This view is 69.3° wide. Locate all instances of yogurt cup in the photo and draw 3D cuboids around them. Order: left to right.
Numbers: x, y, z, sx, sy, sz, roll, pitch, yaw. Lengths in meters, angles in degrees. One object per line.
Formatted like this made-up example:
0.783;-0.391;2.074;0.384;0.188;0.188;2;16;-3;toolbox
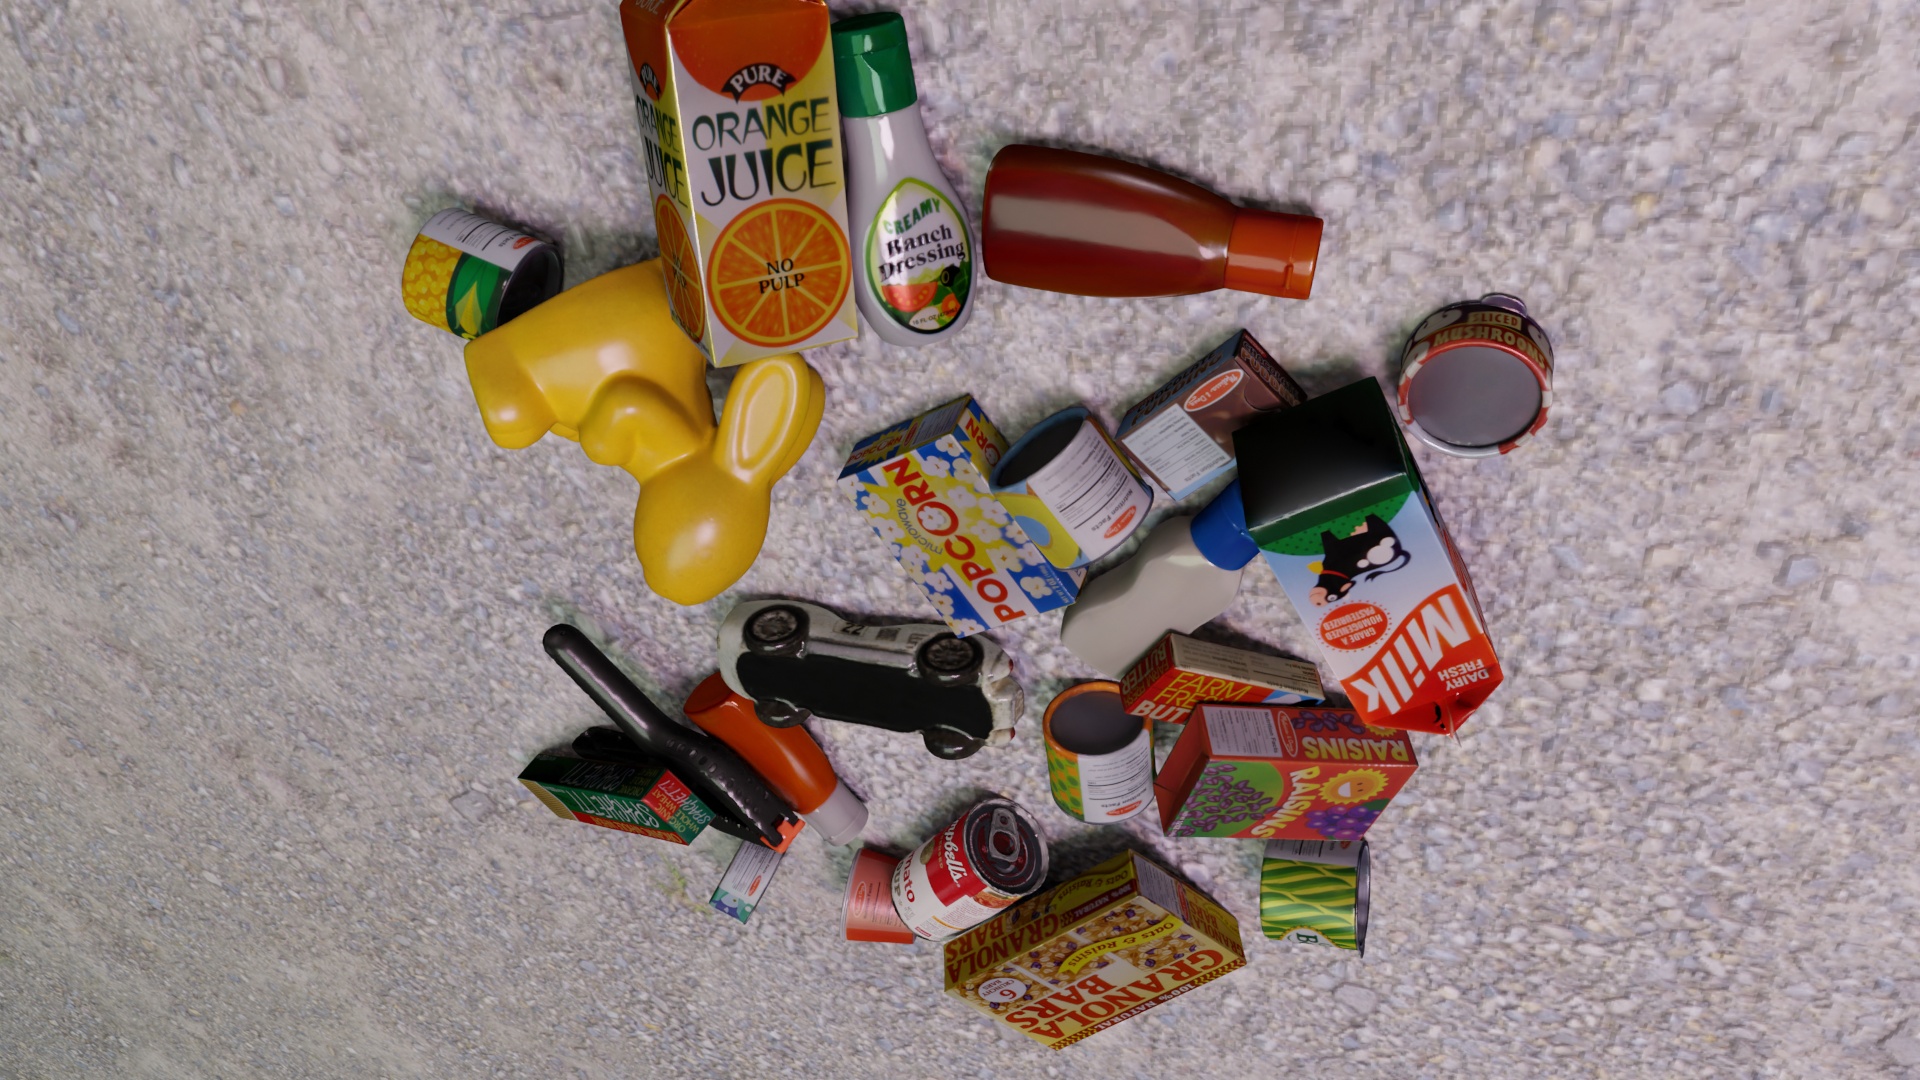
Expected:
-0.055;0.262;1.015;0.054;0.073;0.072;9;132;5;yogurt cup

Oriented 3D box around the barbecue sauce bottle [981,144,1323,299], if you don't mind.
0.085;-0.137;0.625;0.148;0.044;0.064;12;132;13;barbecue sauce bottle

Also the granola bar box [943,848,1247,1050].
0.089;0.280;0.940;0.165;0.039;0.124;-34;126;25;granola bar box

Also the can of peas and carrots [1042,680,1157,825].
0.083;0.126;0.838;0.071;0.071;0.058;5;130;19;can of peas and carrots

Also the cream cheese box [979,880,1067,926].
0.062;0.272;0.999;0.103;0.024;0.053;-13;122;31;cream cheese box

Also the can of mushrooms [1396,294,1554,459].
0.232;-0.073;0.624;0.071;0.034;0.070;13;132;14;can of mushrooms

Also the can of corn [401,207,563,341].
-0.260;-0.138;0.755;0.058;0.071;0.070;23;134;5;can of corn

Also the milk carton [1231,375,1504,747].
0.204;0.021;0.670;0.073;0.073;0.190;-22;128;21;milk carton

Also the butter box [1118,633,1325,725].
0.145;0.083;0.774;0.103;0.024;0.052;13;139;-24;butter box

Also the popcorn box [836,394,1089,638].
0.003;-0.010;0.773;0.085;0.038;0.126;-20;119;35;popcorn box

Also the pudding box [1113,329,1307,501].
0.123;-0.060;0.684;0.049;0.030;0.083;43;132;-14;pudding box

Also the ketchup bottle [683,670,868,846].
-0.123;0.152;0.962;0.064;0.044;0.148;-17;121;44;ketchup bottle

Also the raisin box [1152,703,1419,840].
0.182;0.132;0.786;0.123;0.040;0.085;4;137;-11;raisin box

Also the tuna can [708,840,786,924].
-0.161;0.253;1.051;0.033;0.071;0.070;30;134;-2;tuna can

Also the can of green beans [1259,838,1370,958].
0.219;0.215;0.853;0.058;0.071;0.071;1;129;23;can of green beans

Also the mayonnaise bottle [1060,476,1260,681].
0.117;0.021;0.750;0.065;0.041;0.147;30;133;-13;mayonnaise bottle

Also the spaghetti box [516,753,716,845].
-0.253;0.183;0.999;0.050;0.029;0.249;50;150;-21;spaghetti box

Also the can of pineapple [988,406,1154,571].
0.056;-0.027;0.718;0.071;0.071;0.057;-25;114;37;can of pineapple

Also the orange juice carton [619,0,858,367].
-0.099;-0.182;0.618;0.072;0.073;0.191;44;144;52;orange juice carton

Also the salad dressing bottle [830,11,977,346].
-0.031;-0.165;0.645;0.064;0.044;0.147;-21;121;-15;salad dressing bottle
